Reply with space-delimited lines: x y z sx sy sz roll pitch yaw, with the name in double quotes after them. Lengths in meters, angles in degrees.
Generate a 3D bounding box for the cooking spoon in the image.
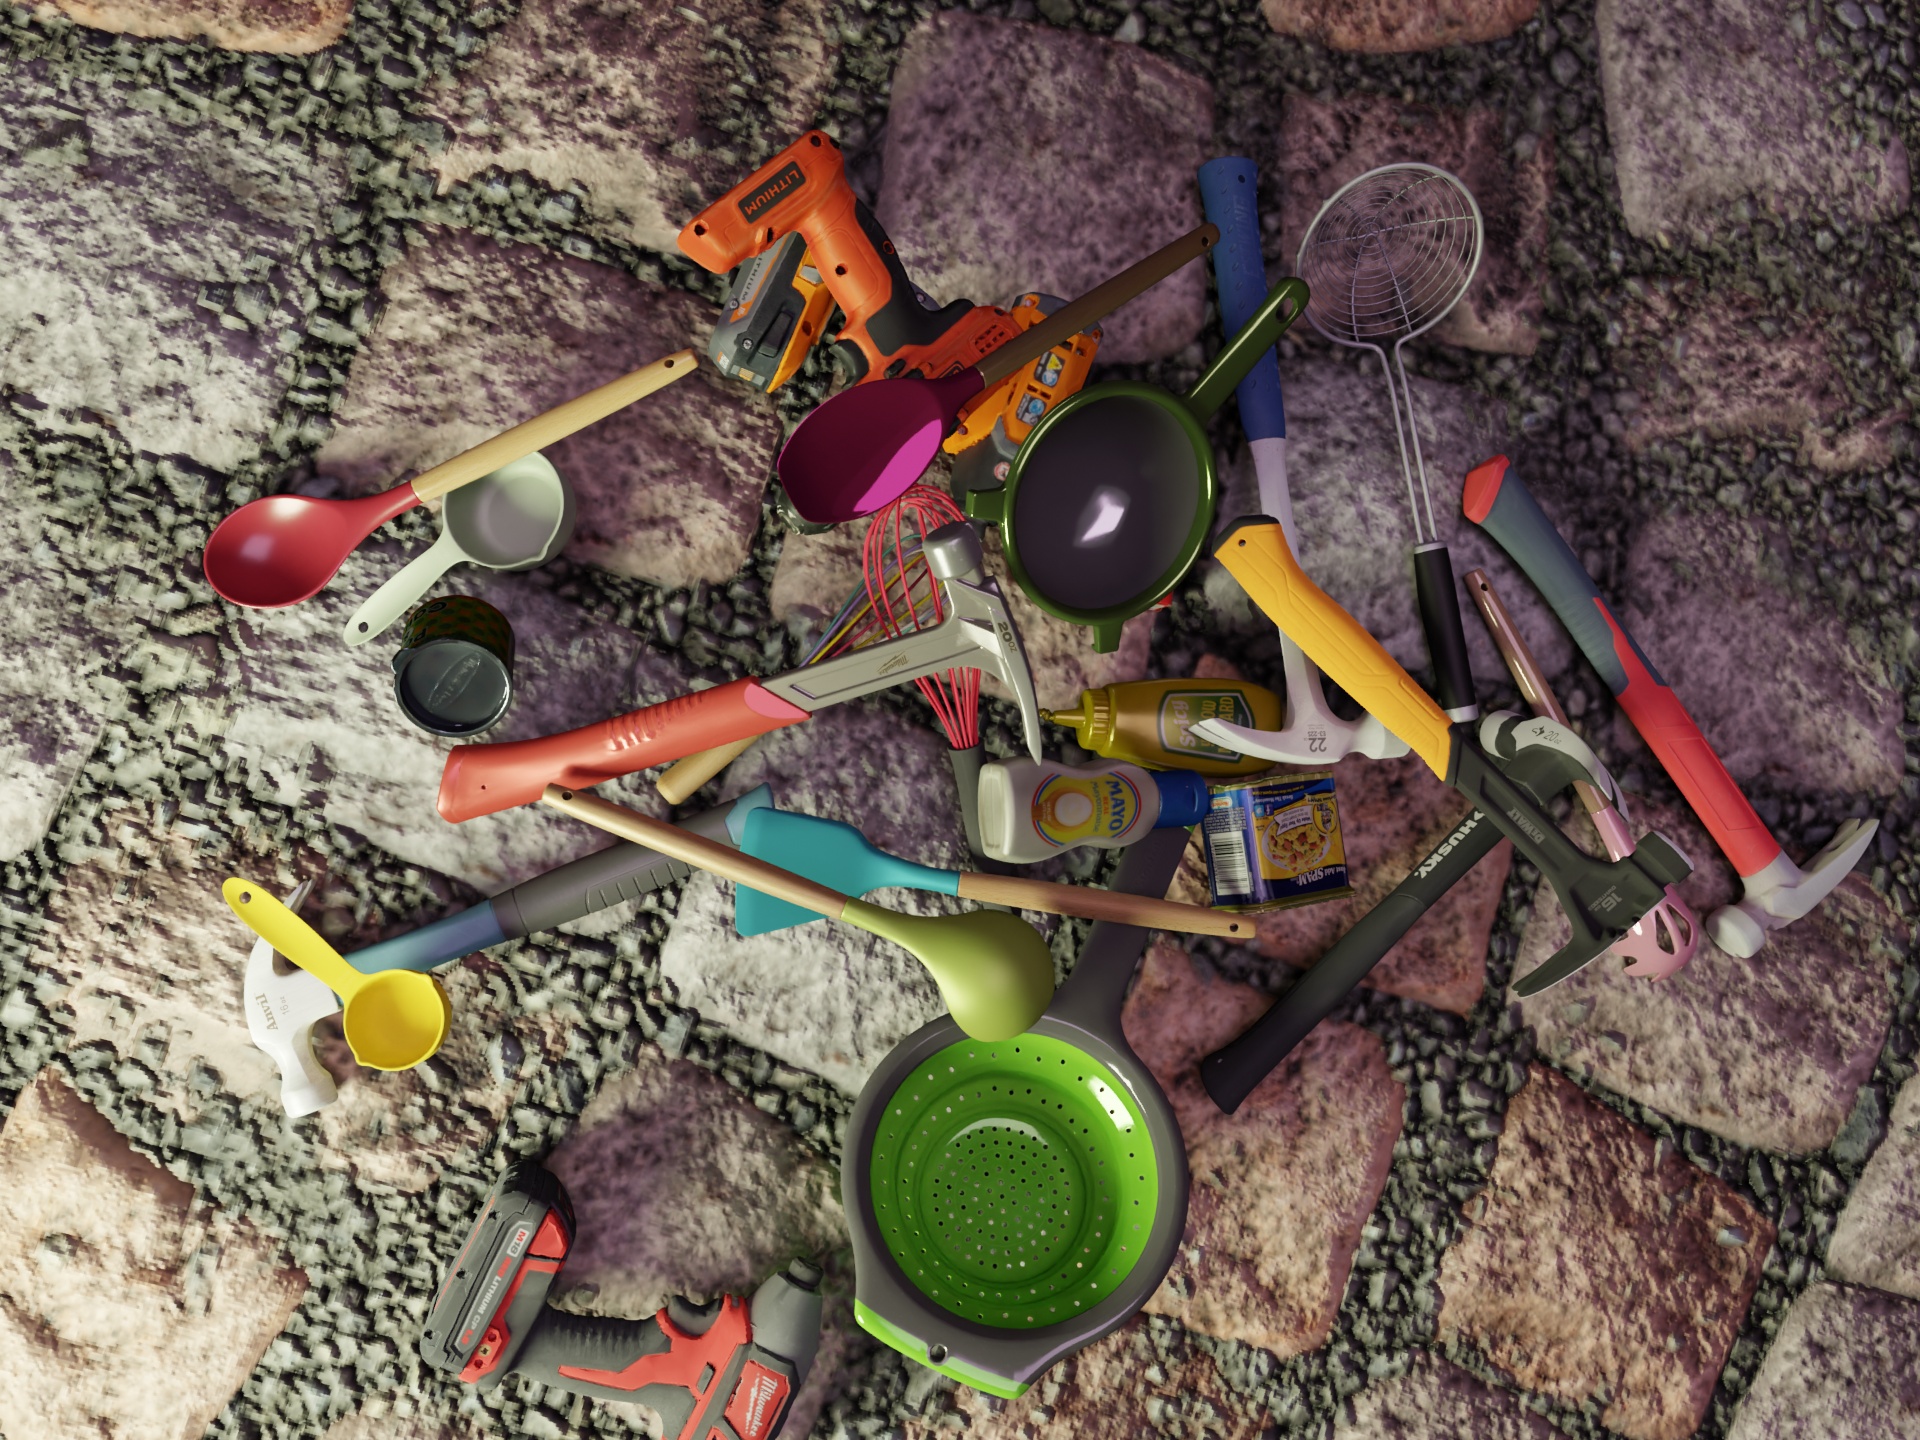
0.030 -0.210 0.919 0.319 0.017 0.068 -35 115 -17 "cooking spoon"

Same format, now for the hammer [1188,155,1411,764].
0.196 -0.171 1.034 0.144 0.035 0.406 -4 81 -17 "hammer"

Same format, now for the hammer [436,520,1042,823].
-0.136 0.005 0.933 0.359 0.037 0.149 -17 114 9 "hammer"

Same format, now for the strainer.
0.114 -0.179 0.982 0.256 0.069 0.151 -49 124 -3 "strainer"

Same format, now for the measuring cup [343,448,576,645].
-0.304 -0.099 0.967 0.167 0.038 0.083 -39 83 6 "measuring cup"

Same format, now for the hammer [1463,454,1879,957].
0.485 -0.030 1.108 0.143 0.038 0.386 -37 94 -11 "hammer"

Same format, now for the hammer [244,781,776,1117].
-0.263 0.116 0.956 0.331 0.033 0.128 -21 92 -8 "hammer"

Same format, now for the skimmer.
0.307 -0.177 1.052 0.127 0.090 0.363 -11 91 -1 "skimmer"

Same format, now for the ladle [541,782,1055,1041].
-0.094 0.104 0.935 0.320 0.062 0.078 21 63 0 "ladle"

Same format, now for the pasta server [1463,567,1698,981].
0.426 0.037 1.102 0.060 0.040 0.316 -28 89 -11 "pasta server"

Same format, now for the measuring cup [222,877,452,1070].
-0.359 0.141 0.916 0.156 0.029 0.062 37 85 5 "measuring cup"

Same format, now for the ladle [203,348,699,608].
-0.297 -0.147 0.934 0.315 0.031 0.069 -24 83 5 "ladle"

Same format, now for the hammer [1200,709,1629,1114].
0.283 0.129 1.028 0.335 0.146 0.035 -44 109 -1 "hammer"

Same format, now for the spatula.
0.024 0.108 0.972 0.317 0.044 0.082 8 101 2 "spatula"

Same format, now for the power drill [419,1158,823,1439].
-0.192 0.355 0.945 0.219 0.078 0.143 29 83 -11 "power drill"

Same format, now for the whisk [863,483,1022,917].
-0.002 -0.003 0.976 0.073 0.073 0.295 -17 109 -11 "whisk"

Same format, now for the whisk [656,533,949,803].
-0.093 -0.035 0.997 0.245 0.047 0.051 -41 96 -7 "whisk"

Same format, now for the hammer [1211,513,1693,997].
0.273 0.008 0.961 0.127 0.034 0.337 -44 83 9 "hammer"

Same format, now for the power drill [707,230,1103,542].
-0.039 -0.220 0.998 0.226 0.084 0.164 23 85 -12 "power drill"

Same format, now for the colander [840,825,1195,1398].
0.063 0.215 0.998 0.204 0.094 0.397 24 65 7 "colander"
